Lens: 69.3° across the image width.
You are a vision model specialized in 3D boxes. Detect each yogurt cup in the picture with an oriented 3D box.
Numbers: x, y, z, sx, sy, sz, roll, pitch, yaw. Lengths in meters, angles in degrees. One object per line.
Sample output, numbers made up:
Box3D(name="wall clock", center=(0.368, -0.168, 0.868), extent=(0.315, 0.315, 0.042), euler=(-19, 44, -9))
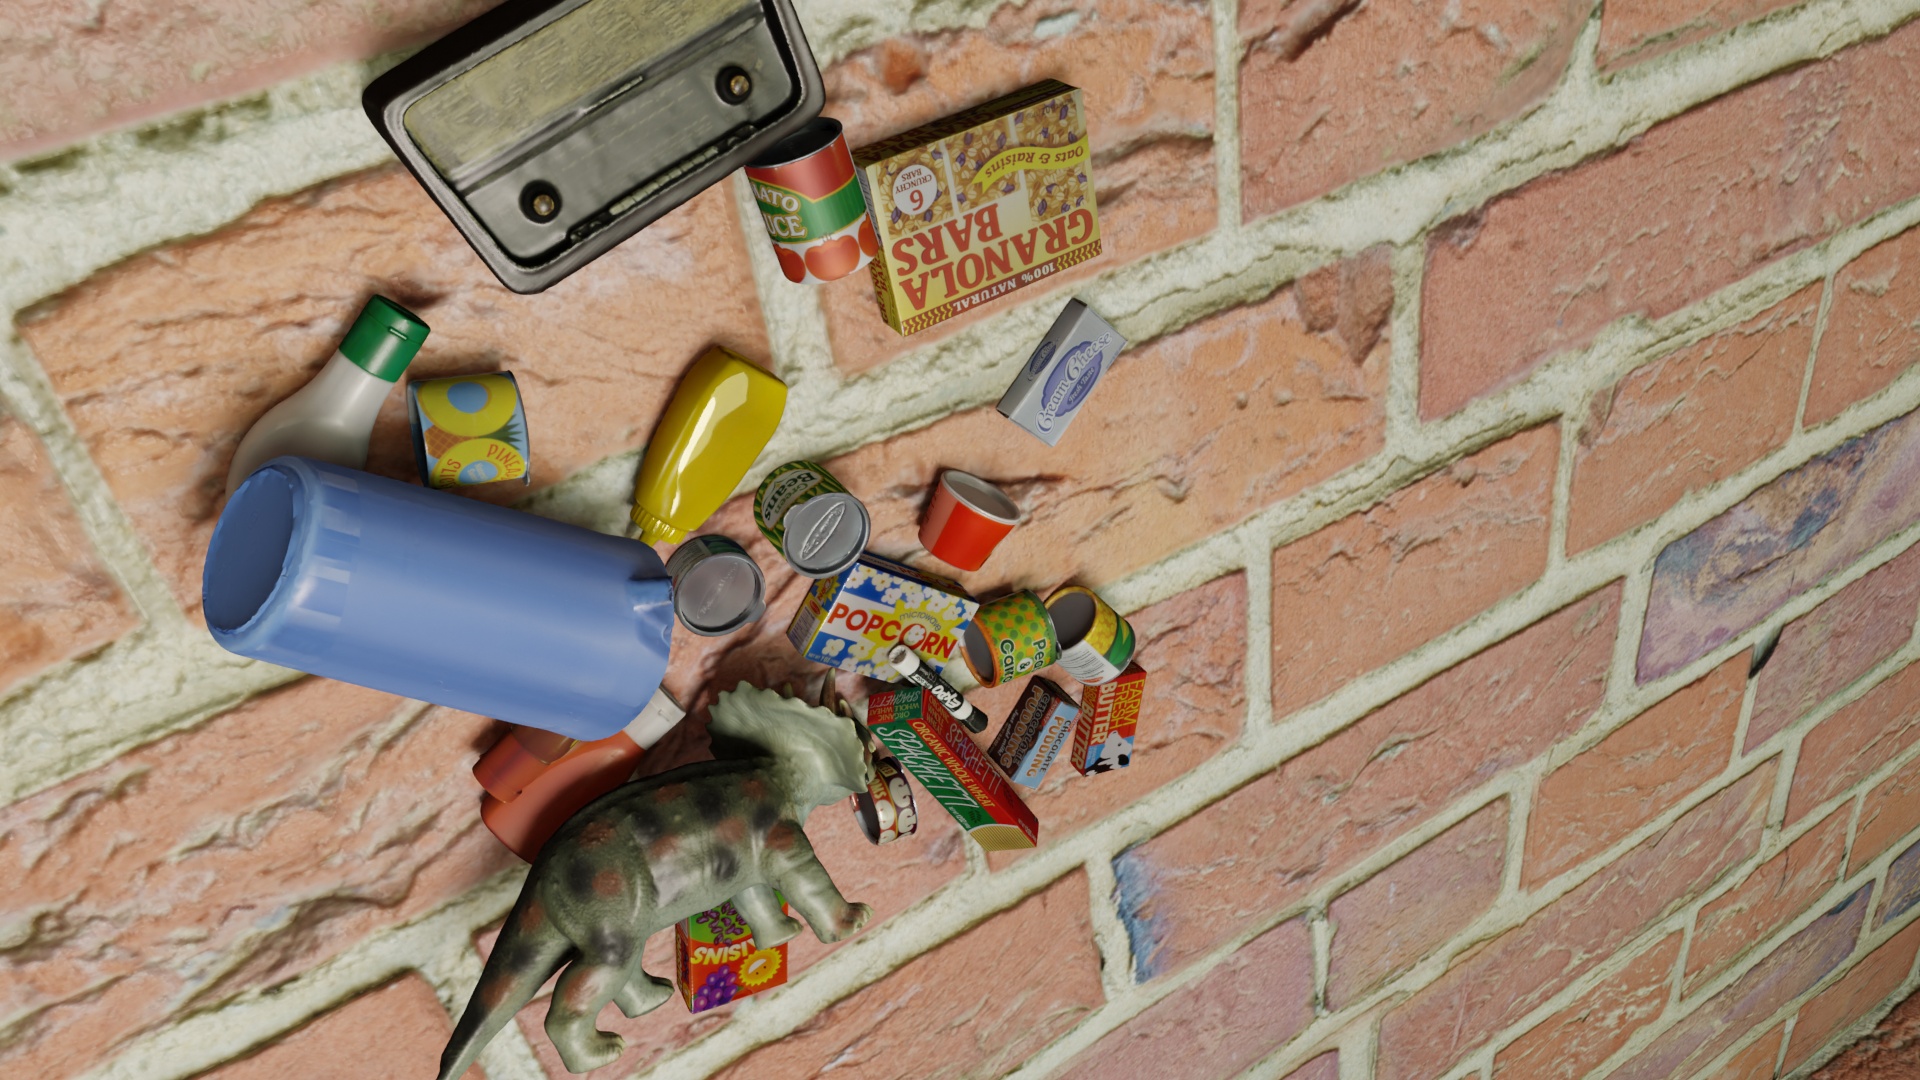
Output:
Box3D(name="yogurt cup", center=(0.004, -0.013, 1.045), extent=(0.072, 0.072, 0.053), euler=(16, 114, -37))

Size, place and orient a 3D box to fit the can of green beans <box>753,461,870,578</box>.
Box3D(name="can of green beans", center=(-0.105, -0.015, 0.976), extent=(0.071, 0.058, 0.071), euler=(-15, 123, -25))

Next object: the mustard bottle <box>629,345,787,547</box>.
Box3D(name="mustard bottle", center=(-0.178, -0.049, 0.918), extent=(0.065, 0.049, 0.160), euler=(28, 99, -39))

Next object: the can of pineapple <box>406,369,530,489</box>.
Box3D(name="can of pineapple", center=(-0.292, -0.064, 0.824), extent=(0.058, 0.071, 0.070), euler=(-11, 120, -27))

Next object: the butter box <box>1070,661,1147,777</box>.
Box3D(name="butter box", center=(0.133, 0.160, 1.246), extent=(0.053, 0.024, 0.103), euler=(-9, 120, -29))

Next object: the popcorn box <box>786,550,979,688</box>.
Box3D(name="popcorn box", center=(-0.058, 0.060, 1.060), extent=(0.126, 0.038, 0.085), euler=(21, 103, -38))

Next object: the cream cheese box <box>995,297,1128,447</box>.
Box3D(name="cream cheese box", center=(0.078, -0.126, 1.054), extent=(0.053, 0.024, 0.103), euler=(31, 96, -39))

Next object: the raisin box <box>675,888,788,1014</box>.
Box3D(name="raisin box", center=(-0.183, 0.313, 1.119), extent=(0.086, 0.040, 0.122), euler=(-12, 121, -28))

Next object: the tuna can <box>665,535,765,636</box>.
Box3D(name="tuna can", center=(-0.172, 0.032, 0.976), extent=(0.071, 0.033, 0.070), euler=(-15, 122, -25))

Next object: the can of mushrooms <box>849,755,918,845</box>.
Box3D(name="can of mushrooms", center=(-0.063, 0.209, 1.121), extent=(0.033, 0.071, 0.070), euler=(-15, 122, -24))

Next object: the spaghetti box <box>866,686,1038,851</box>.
Box3D(name="spaghetti box", center=(-0.002, 0.193, 1.141), extent=(0.050, 0.029, 0.249), euler=(-11, 141, 21))

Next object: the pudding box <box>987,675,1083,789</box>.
Box3D(name="pudding box", center=(0.064, 0.164, 1.188), extent=(0.030, 0.050, 0.083), euler=(24, 101, -37))

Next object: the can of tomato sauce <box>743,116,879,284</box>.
Box3D(name="can of tomato sauce", center=(-0.095, -0.211, 0.870), extent=(0.071, 0.071, 0.082), euler=(-30, 128, -15))

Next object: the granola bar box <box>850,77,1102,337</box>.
Box3D(name="granola bar box", center=(0.012, -0.227, 0.947), extent=(0.166, 0.039, 0.123), euler=(-26, 126, -19))

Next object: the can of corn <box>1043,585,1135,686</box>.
Box3D(name="can of corn", center=(0.103, 0.077, 1.156), extent=(0.071, 0.071, 0.058), euler=(-49, 130, 0))

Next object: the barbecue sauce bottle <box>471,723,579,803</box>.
Box3D(name="barbecue sauce bottle", center=(-0.264, 0.112, 0.941), extent=(0.043, 0.065, 0.148), euler=(45, 85, -2))

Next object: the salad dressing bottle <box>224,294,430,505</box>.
Box3D(name="salad dressing bottle", center=(-0.359, -0.071, 0.795), extent=(0.064, 0.044, 0.147), euler=(34, 94, -36))

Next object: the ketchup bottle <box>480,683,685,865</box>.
Box3D(name="ketchup bottle", center=(-0.262, 0.160, 0.981), extent=(0.149, 0.043, 0.064), euler=(-42, 121, -7))

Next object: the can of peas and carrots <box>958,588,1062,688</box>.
Box3D(name="can of peas and carrots", center=(0.038, 0.080, 1.112), extent=(0.059, 0.071, 0.070), euler=(-19, 124, -22))
